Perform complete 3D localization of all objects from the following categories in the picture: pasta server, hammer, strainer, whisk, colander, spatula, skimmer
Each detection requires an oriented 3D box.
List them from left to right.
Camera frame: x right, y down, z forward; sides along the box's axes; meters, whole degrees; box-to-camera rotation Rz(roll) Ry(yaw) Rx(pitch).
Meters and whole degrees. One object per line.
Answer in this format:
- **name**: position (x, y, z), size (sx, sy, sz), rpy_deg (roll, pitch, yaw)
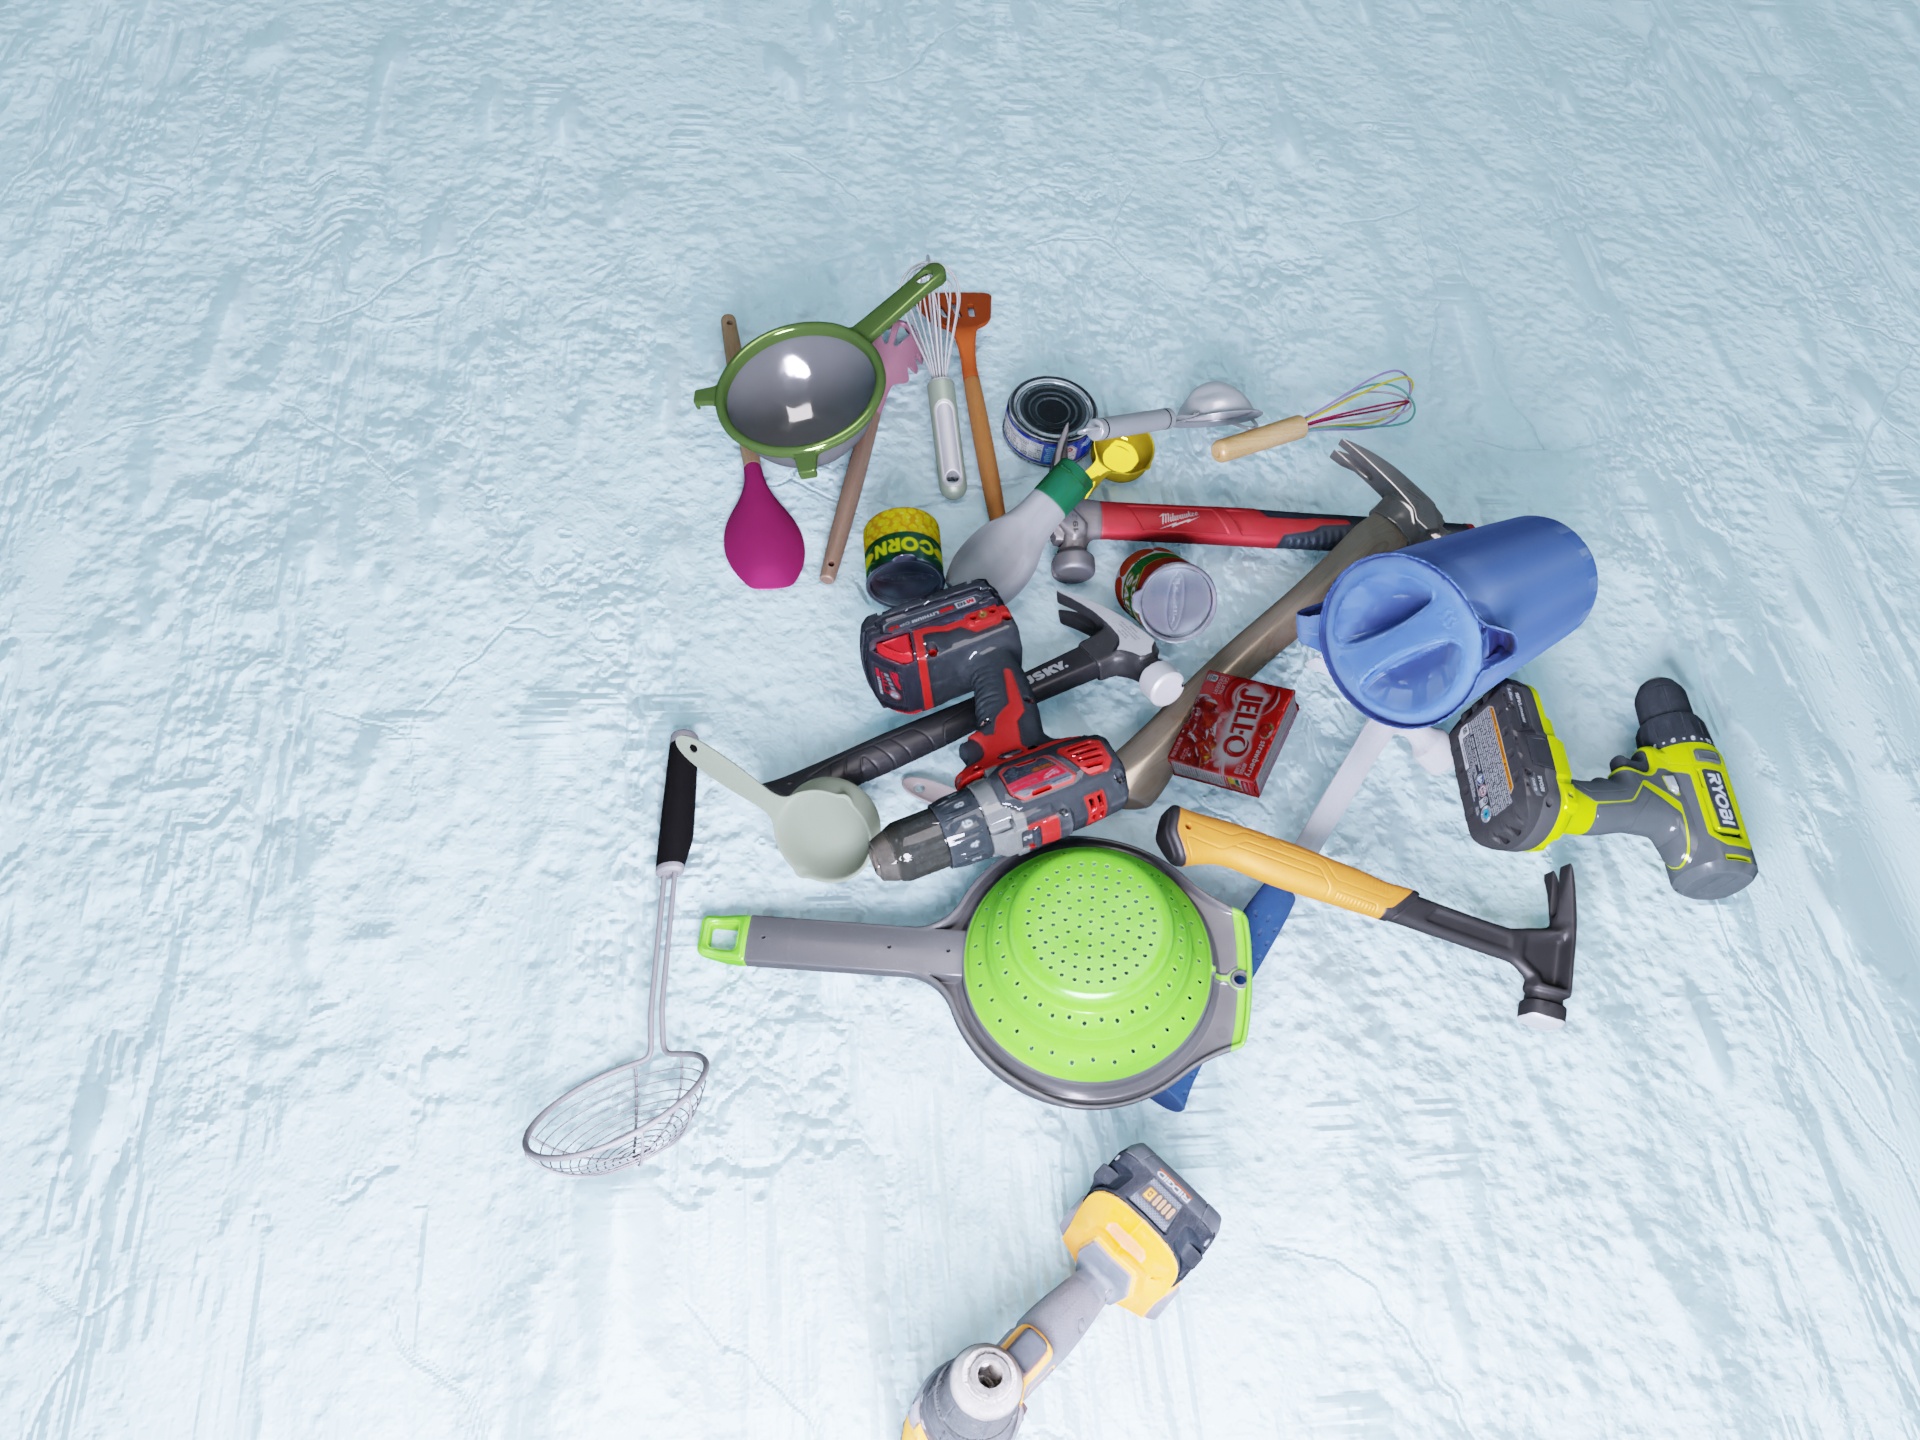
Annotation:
- **skimmer**: position (-0.224, 0.145, 1.111), size (0.127, 0.090, 0.364), rpy_deg (-16, 52, 20)
- **strainer**: position (-0.100, -0.308, 1.411), size (0.152, 0.069, 0.256), rpy_deg (35, 69, 26)
- **pasta server**: position (-0.085, -0.249, 1.428), size (0.060, 0.040, 0.316), rpy_deg (12, 60, 0)
- **whisk**: position (-0.019, -0.312, 1.443), size (0.058, 0.059, 0.246), rpy_deg (-6, 72, -3)
- **hammer**: position (-0.002, -0.004, 1.257), size (0.335, 0.035, 0.146), rpy_deg (-24, 43, -15)
- **colander**: position (0.008, 0.152, 1.106), size (0.397, 0.094, 0.205), rpy_deg (3, 61, 4)
- **spatula**: position (0.013, -0.289, 1.468), size (0.081, 0.041, 0.323), rpy_deg (-4, 62, -9)
- **strainer**: position (0.187, -0.270, 1.409), size (0.258, 0.087, 0.050), rpy_deg (-19, 100, -45)
- **hammer**: position (0.249, -0.076, 1.322), size (0.411, 0.038, 0.146), rpy_deg (-41, 78, -21)
- **hammer**: position (0.268, -0.184, 1.410), size (0.386, 0.038, 0.143), rpy_deg (2, 70, -8)
- **hammer**: position (0.244, 0.116, 1.207), size (0.144, 0.035, 0.406), rpy_deg (42, 62, -7)
- **whisk**: position (0.330, -0.273, 1.469), size (0.245, 0.047, 0.051), rpy_deg (-20, 86, -26)
- **hammer**: position (0.304, 0.122, 1.179), size (0.336, 0.034, 0.127), rpy_deg (19, 66, -10)

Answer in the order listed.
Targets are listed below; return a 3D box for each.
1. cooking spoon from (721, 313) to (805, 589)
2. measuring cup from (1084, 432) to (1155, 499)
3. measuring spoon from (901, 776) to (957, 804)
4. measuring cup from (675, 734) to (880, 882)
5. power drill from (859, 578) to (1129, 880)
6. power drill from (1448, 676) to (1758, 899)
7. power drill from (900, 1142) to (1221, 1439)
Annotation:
- **cooking spoon**: position (-0.188, -0.245, 1.413), size (0.068, 0.017, 0.319), rpy_deg (-5, 58, -13)
- **measuring cup**: position (0.113, -0.210, 1.431), size (0.062, 0.029, 0.156), rpy_deg (43, 73, 6)
- **measuring spoon**: position (0.010, 0.073, 1.238), size (0.124, 0.018, 0.034), rpy_deg (22, 57, 15)
- **measuring cup**: position (-0.133, 0.053, 1.170), size (0.167, 0.083, 0.038), rpy_deg (33, 28, 3)
- **power drill**: position (-0.004, 0.013, 1.163), size (0.188, 0.080, 0.227), rpy_deg (-20, 49, -11)
- **power drill**: position (0.515, 0.038, 1.273), size (0.228, 0.080, 0.191), rpy_deg (9, 57, -17)
- **power drill**: position (0.057, 0.359, 0.955), size (0.084, 0.185, 0.226), rpy_deg (41, 58, 20)
